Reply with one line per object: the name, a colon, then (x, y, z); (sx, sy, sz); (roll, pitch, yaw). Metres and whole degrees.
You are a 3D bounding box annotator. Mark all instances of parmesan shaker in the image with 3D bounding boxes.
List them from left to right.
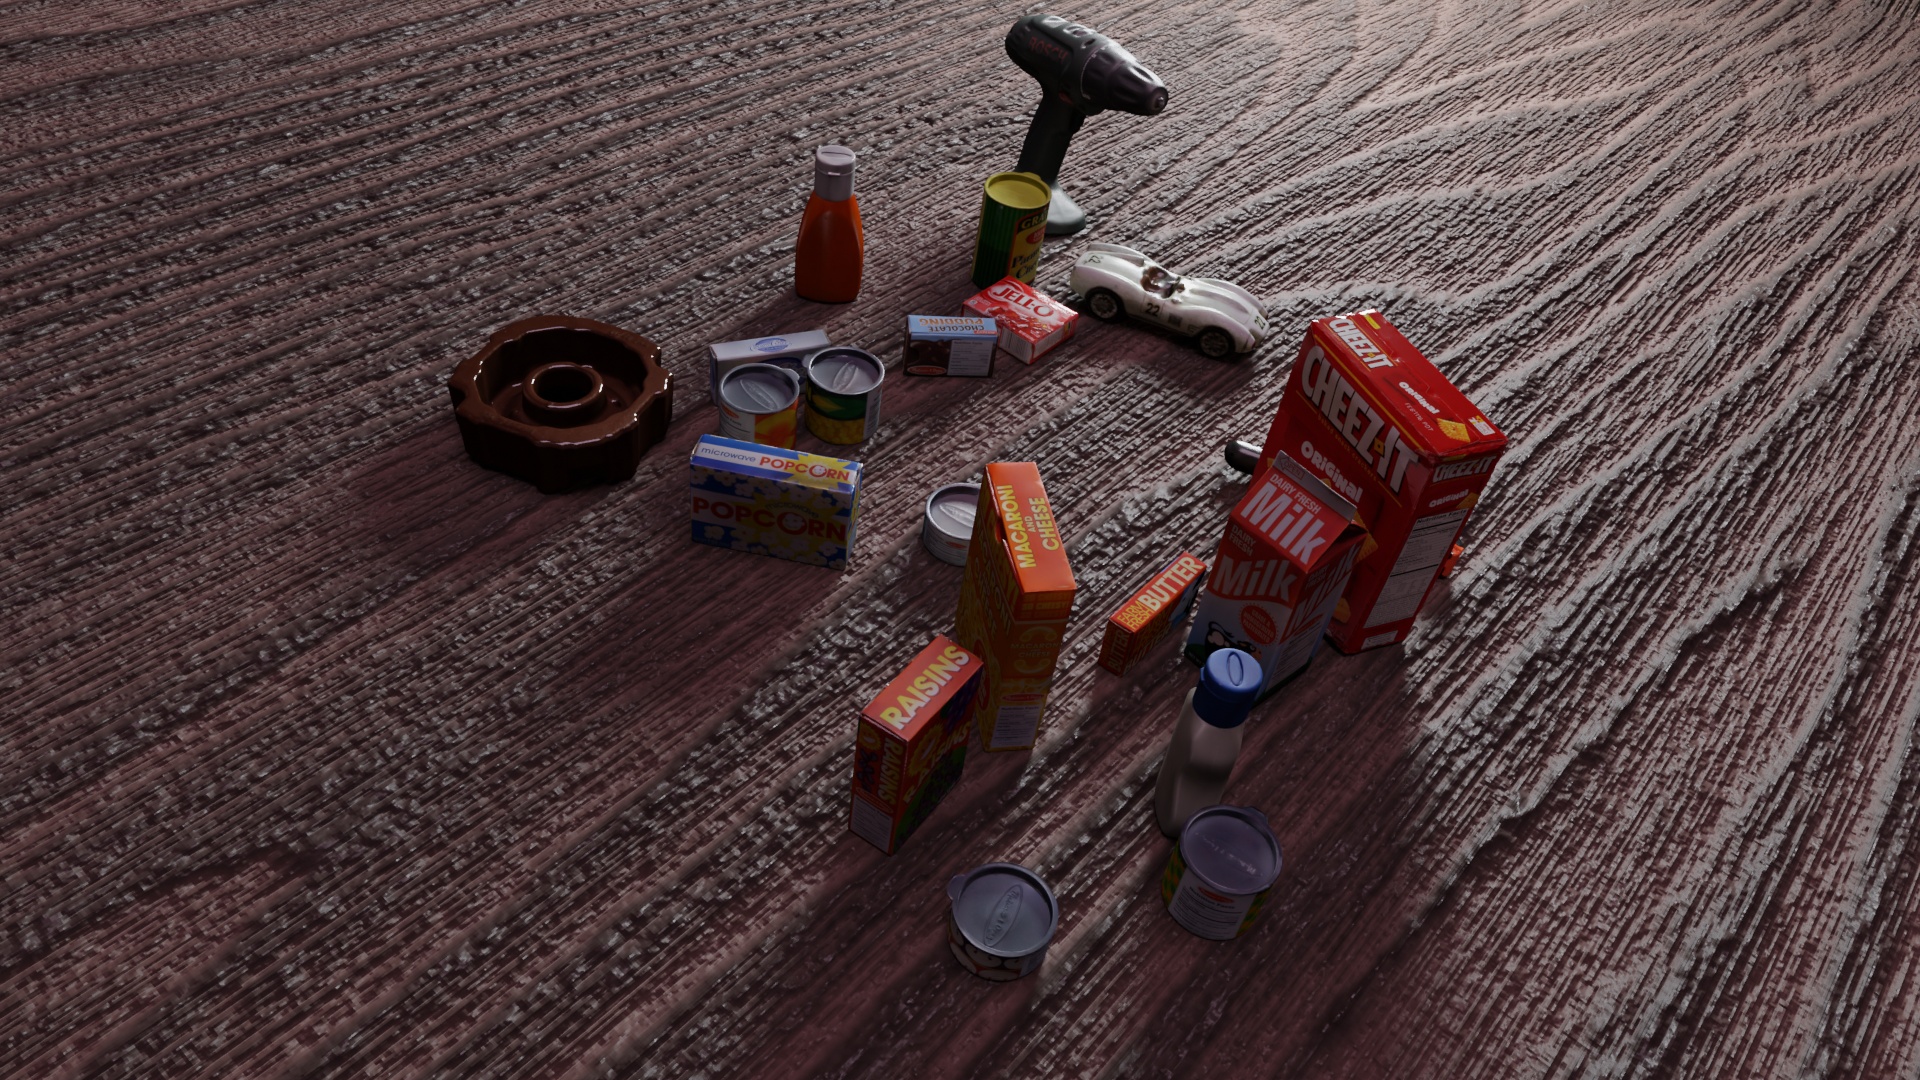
parmesan shaker: (0.051, -0.303, 1.373); (0.071, 0.102, 0.072); (5, 44, -5)

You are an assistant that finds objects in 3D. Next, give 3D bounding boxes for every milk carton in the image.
milk carton: (0.230, 0.026, 1.004); (0.074, 0.189, 0.072); (-27, 55, -32)

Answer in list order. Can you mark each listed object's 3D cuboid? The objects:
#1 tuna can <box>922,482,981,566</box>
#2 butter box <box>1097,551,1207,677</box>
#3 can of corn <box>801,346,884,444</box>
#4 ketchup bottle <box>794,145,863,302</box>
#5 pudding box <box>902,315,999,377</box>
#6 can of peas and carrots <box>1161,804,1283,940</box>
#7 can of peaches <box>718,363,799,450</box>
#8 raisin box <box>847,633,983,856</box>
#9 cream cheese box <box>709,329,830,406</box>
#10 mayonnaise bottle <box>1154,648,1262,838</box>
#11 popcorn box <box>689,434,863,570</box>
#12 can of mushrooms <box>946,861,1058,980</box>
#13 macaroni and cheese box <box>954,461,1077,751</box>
tuna can: (0.004, -0.014, 1.118); (0.071, 0.032, 0.071); (5, 44, -5)
butter box: (0.146, 0.056, 1.057); (0.024, 0.052, 0.104); (34, 49, 23)
can of corn: (-0.103, -0.125, 1.195); (0.071, 0.058, 0.071); (5, 44, -5)
ketchup bottle: (-0.121, -0.295, 1.301); (0.065, 0.148, 0.044); (4, 44, -6)
pudding box: (-0.010, -0.178, 1.271); (0.084, 0.049, 0.030); (0, 45, -10)
can of peas and carrots: (0.168, 0.212, 0.895); (0.071, 0.058, 0.071); (5, 44, -5)
can of peaches: (-0.167, -0.106, 1.164); (0.071, 0.057, 0.071); (5, 44, -5)
raisin box: (-0.030, 0.132, 0.896); (0.040, 0.122, 0.086); (30, 47, 20)
cream cheese box: (-0.167, -0.151, 1.213); (0.104, 0.053, 0.024); (-11, 48, -20)
mayonnaise bottle: (0.162, 0.132, 0.912); (0.041, 0.147, 0.065); (8, 44, -2)
popcorn box: (-0.143, -0.029, 1.069); (0.127, 0.084, 0.038); (11, 44, 1)
can of mushrooms: (0.023, 0.236, 0.864); (0.071, 0.033, 0.071); (5, 44, -5)
macaroni and cheese box: (0.034, 0.047, 0.964); (0.040, 0.165, 0.124); (-2, 45, -12)
